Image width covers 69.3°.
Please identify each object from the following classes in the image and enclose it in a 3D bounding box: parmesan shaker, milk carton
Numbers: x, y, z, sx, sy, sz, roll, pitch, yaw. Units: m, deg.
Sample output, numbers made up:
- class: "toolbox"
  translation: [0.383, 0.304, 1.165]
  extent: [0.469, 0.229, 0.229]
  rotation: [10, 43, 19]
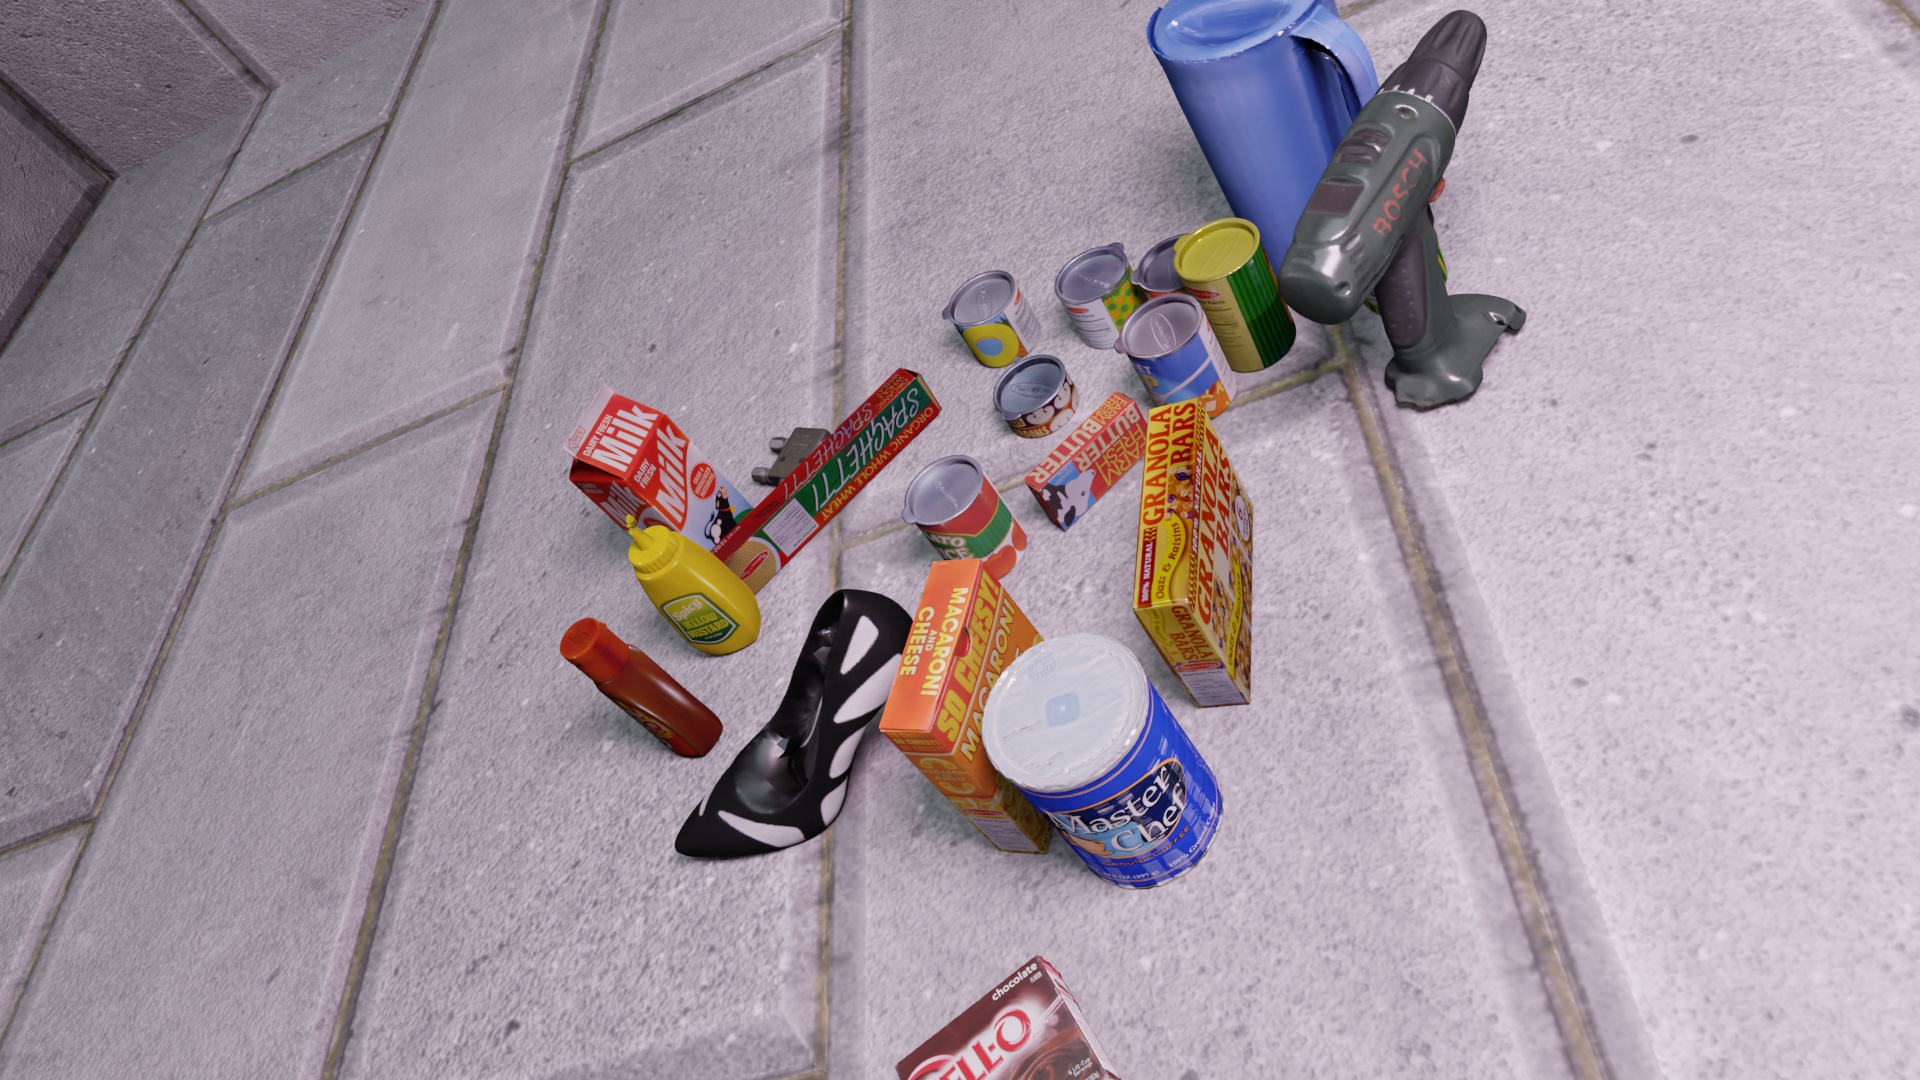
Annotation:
- class: "parmesan shaker"
  translation: [0.211, -0.188, 1.069]
  extent: [0.071, 0.102, 0.072]
  rotation: [-18, 46, 20]
- class: "milk carton"
  translation: [-0.262, -0.048, 1.188]
  extent: [0.073, 0.190, 0.072]
  rotation: [2, 56, 34]

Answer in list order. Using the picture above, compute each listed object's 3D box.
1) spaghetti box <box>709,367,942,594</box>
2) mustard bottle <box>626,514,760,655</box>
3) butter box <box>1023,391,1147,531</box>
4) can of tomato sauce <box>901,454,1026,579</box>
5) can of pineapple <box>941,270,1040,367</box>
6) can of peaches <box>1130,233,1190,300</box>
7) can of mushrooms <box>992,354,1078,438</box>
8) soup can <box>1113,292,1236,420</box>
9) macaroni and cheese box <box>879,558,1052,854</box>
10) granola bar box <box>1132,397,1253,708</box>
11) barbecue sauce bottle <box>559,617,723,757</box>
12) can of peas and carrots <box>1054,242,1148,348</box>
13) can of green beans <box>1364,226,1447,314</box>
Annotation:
- class: "spaghetti box"
  translation: [-0.118, -0.048, 1.199]
  extent: [0.250, 0.050, 0.029]
  rotation: [-45, 44, -9]
- class: "mustard bottle"
  translation: [-0.223, 0.032, 1.117]
  extent: [0.065, 0.159, 0.049]
  rotation: [-21, 46, 17]
- class: "butter box"
  translation: [0.100, -0.061, 1.067]
  extent: [0.103, 0.053, 0.024]
  rotation: [-44, 43, -7]
- class: "can of tomato sauce"
  translation: [0.004, -0.013, 1.066]
  extent: [0.071, 0.083, 0.071]
  rotation: [-18, 46, 20]
- class: "can of pineapple"
  translation: [0.028, -0.194, 1.224]
  extent: [0.071, 0.057, 0.071]
  rotation: [-18, 46, 20]
- class: "can of peaches"
  translation: [0.183, -0.207, 1.136]
  extent: [0.071, 0.058, 0.071]
  rotation: [-18, 46, 20]
- class: "can of mushrooms"
  translation: [0.062, -0.118, 1.155]
  extent: [0.071, 0.033, 0.071]
  rotation: [-18, 46, 20]
- class: "soup can"
  translation: [0.166, -0.136, 1.068]
  extent: [0.071, 0.083, 0.072]
  rotation: [-18, 46, 20]
- class: "macaroni and cheese box"
  translation: [0.020, 0.108, 0.890]
  extent: [0.040, 0.166, 0.124]
  rotation: [-4, 52, 31]
- class: "granola bar box"
  translation: [0.156, 0.009, 0.919]
  extent: [0.039, 0.123, 0.166]
  rotation: [-11, 49, 26]
- class: "barbecue sauce bottle"
  translation: [-0.248, 0.113, 1.071]
  extent: [0.065, 0.148, 0.044]
  rotation: [13, 62, 40]
- class: "can of peas and carrots"
  translation: [0.122, -0.207, 1.174]
  extent: [0.071, 0.058, 0.071]
  rotation: [-18, 46, 20]
- class: "can of green beans"
  translation: [0.328, -0.212, 1.047]
  extent: [0.071, 0.057, 0.071]
  rotation: [-18, 46, 20]
